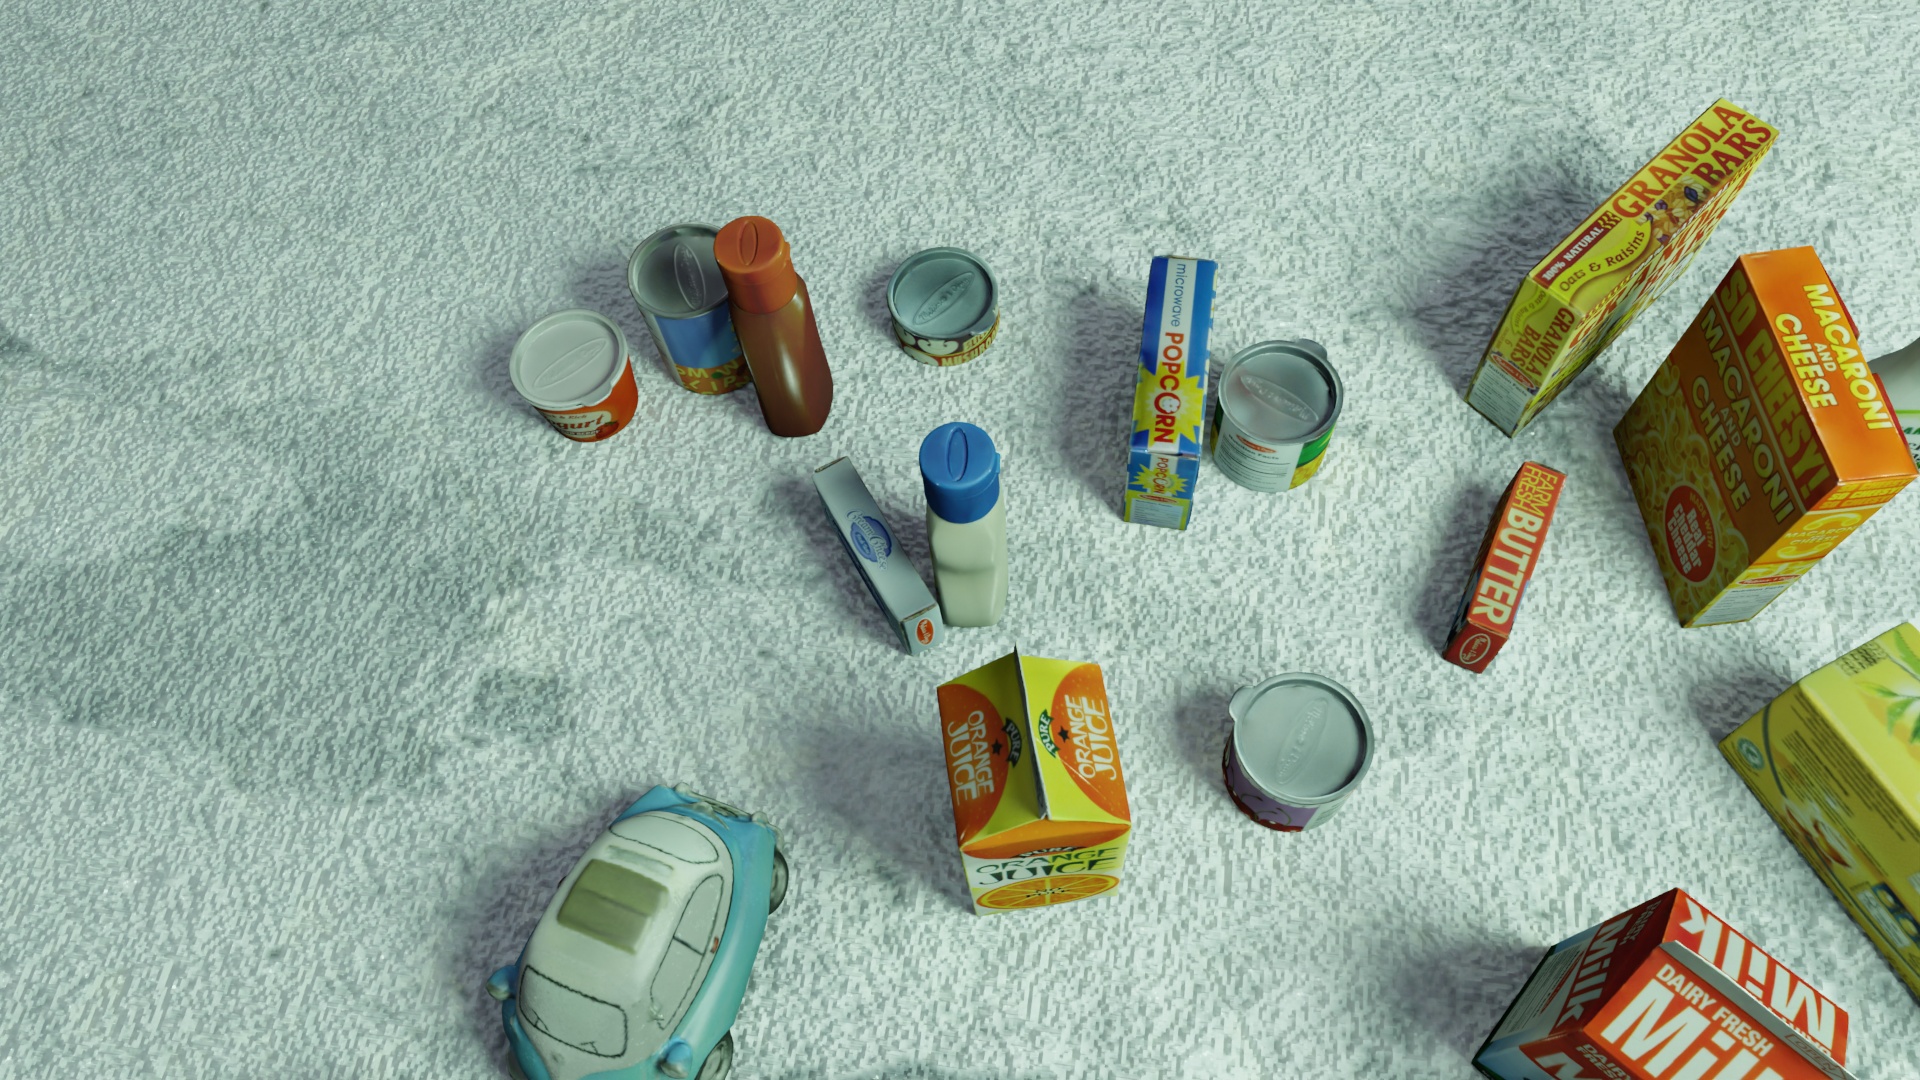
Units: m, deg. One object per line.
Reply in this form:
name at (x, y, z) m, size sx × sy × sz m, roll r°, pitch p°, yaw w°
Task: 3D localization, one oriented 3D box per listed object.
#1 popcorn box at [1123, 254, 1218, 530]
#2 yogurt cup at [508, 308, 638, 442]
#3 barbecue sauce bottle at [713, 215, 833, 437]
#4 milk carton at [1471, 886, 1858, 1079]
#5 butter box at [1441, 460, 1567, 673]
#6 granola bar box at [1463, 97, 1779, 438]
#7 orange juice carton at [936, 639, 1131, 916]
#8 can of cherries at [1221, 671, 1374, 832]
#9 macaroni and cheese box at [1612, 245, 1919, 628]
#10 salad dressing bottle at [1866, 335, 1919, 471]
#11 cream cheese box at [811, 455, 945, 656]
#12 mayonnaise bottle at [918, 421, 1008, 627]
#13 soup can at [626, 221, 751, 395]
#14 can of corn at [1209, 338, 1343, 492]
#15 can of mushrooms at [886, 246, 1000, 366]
popcorn box at (0.116, -0.081, 0.765) m, size 0.038 × 0.085 × 0.127 m, roll 7°, pitch 65°, yaw 7°
yogurt cup at (-0.221, -0.093, 0.810) m, size 0.072 × 0.053 × 0.072 m, roll -1°, pitch 64°, yaw 3°
barbecue sauce bottle at (-0.101, -0.118, 0.762) m, size 0.044 × 0.148 × 0.065 m, roll -3°, pitch 64°, yaw 2°
milk carton at (0.281, 0.200, 0.560) m, size 0.072 × 0.189 × 0.073 m, roll 38°, pitch 73°, yaw 19°
butter box at (0.284, 0.013, 0.726) m, size 0.024 × 0.053 × 0.104 m, roll 23°, pitch 68°, yaw 14°
granola bar box at (0.356, -0.147, 0.760) m, size 0.166 × 0.123 × 0.039 m, roll -41°, pitch 69°, yaw -15°
orange juice carton at (0.033, 0.110, 0.618) m, size 0.073 × 0.192 × 0.072 m, roll -8°, pitch 64°, yaw 0°
can of cherries at (0.163, 0.104, 0.687) m, size 0.071 × 0.058 × 0.072 m, roll -1°, pitch 64°, yaw 3°
macaroni and cheese box at (0.388, -0.045, 0.685) m, size 0.040 × 0.165 × 0.124 m, roll -7°, pitch 64°, yaw 1°
salad dressing bottle at (0.489, -0.078, 0.705) m, size 0.064 × 0.147 × 0.044 m, roll 19°, pitch 67°, yaw 12°
cream cheese box at (-0.044, 0.009, 0.749) m, size 0.024 × 0.053 × 0.104 m, roll -28°, pitch 66°, yaw -9°
mayonnaise bottle at (0.003, -0.009, 0.702) m, size 0.041 × 0.147 × 0.065 m, roll -1°, pitch 65°, yaw 4°
soup can at (-0.148, -0.134, 0.808) m, size 0.071 × 0.083 × 0.071 m, roll -1°, pitch 64°, yaw 3°
can of corn at (0.175, -0.070, 0.771) m, size 0.071 × 0.058 × 0.071 m, roll -1°, pitch 64°, yaw 3°
can of mushrooms at (-0.008, -0.138, 0.829) m, size 0.071 × 0.033 × 0.071 m, roll -1°, pitch 64°, yaw 3°
